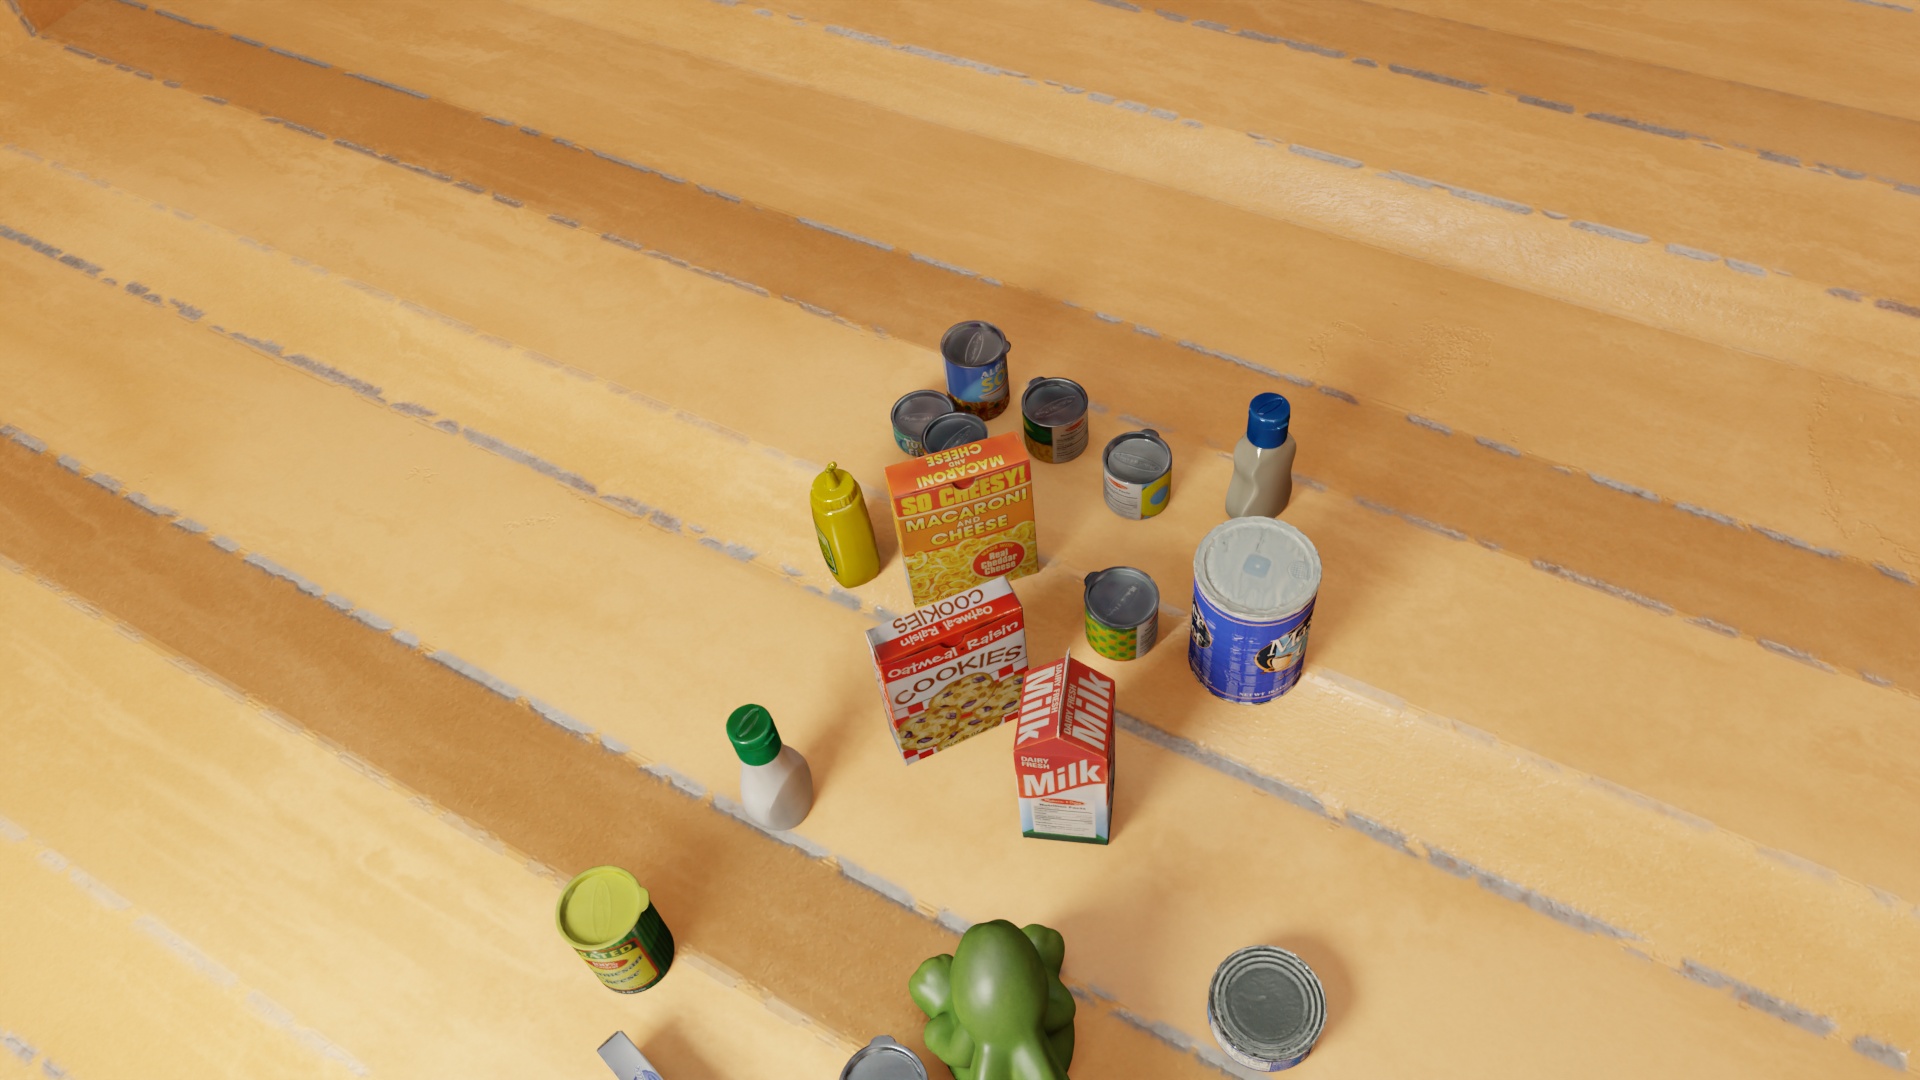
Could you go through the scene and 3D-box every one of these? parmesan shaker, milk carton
[{"bbox_3d":[-0.263,0.303,1.075,0.071,0.102,0.071,-3,53,4],"label":"parmesan shaker"},{"bbox_3d":[0.083,0.164,1.089,0.073,0.189,0.073,4,54,9],"label":"milk carton"}]

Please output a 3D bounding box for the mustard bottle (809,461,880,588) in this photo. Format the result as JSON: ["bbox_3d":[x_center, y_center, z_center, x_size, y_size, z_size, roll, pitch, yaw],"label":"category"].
[{"bbox_3d":[-0.110,-0.021,1.270,0.049,0.159,0.065,-25,54,-12],"label":"mustard bottle"}]

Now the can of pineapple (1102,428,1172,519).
[{"bbox_3d":[0.171,-0.063,1.336,0.071,0.057,0.071,-3,53,4],"label":"can of pineapple"}]

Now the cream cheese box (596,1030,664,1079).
[{"bbox_3d":[-0.222,0.411,1.020,0.024,0.053,0.104,-40,59,-22],"label":"cream cheese box"}]

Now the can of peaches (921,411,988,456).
[{"bbox_3d":[-0.001,-0.083,1.369,0.071,0.057,0.071,-3,53,4],"label":"can of peaches"}]

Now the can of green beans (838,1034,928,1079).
[{"bbox_3d":[-0.052,0.405,1.004,0.071,0.057,0.071,-3,53,4],"label":"can of green beans"}]

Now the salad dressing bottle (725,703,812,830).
[{"bbox_3d":[-0.156,0.184,1.127,0.044,0.147,0.064,23,59,22],"label":"salad dressing bottle"}]

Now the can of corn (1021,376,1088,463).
[{"bbox_3d":[0.094,-0.121,1.388,0.071,0.058,0.071,-3,53,4],"label":"can of corn"}]

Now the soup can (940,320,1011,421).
[{"bbox_3d":[0.019,-0.172,1.419,0.071,0.083,0.072,-3,53,4],"label":"soup can"}]

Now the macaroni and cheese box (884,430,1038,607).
[{"bbox_3d":[0.004,-0.016,1.249,0.124,0.165,0.040,-16,53,-6],"label":"macaroni and cheese box"}]

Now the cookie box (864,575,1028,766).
[{"bbox_3d":[-0.005,0.111,1.153,0.123,0.166,0.040,-22,54,-10],"label":"cookie box"}]

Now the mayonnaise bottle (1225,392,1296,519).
[{"bbox_3d":[0.278,-0.074,1.276,0.065,0.147,0.041,-29,55,-15],"label":"mayonnaise bottle"}]

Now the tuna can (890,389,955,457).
[{"bbox_3d":[-0.037,-0.117,1.415,0.071,0.032,0.071,-3,53,4],"label":"tuna can"}]

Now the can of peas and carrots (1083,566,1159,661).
[{"bbox_3d":[0.142,0.065,1.241,0.071,0.058,0.071,-3,53,4],"label":"can of peas and carrots"}]
